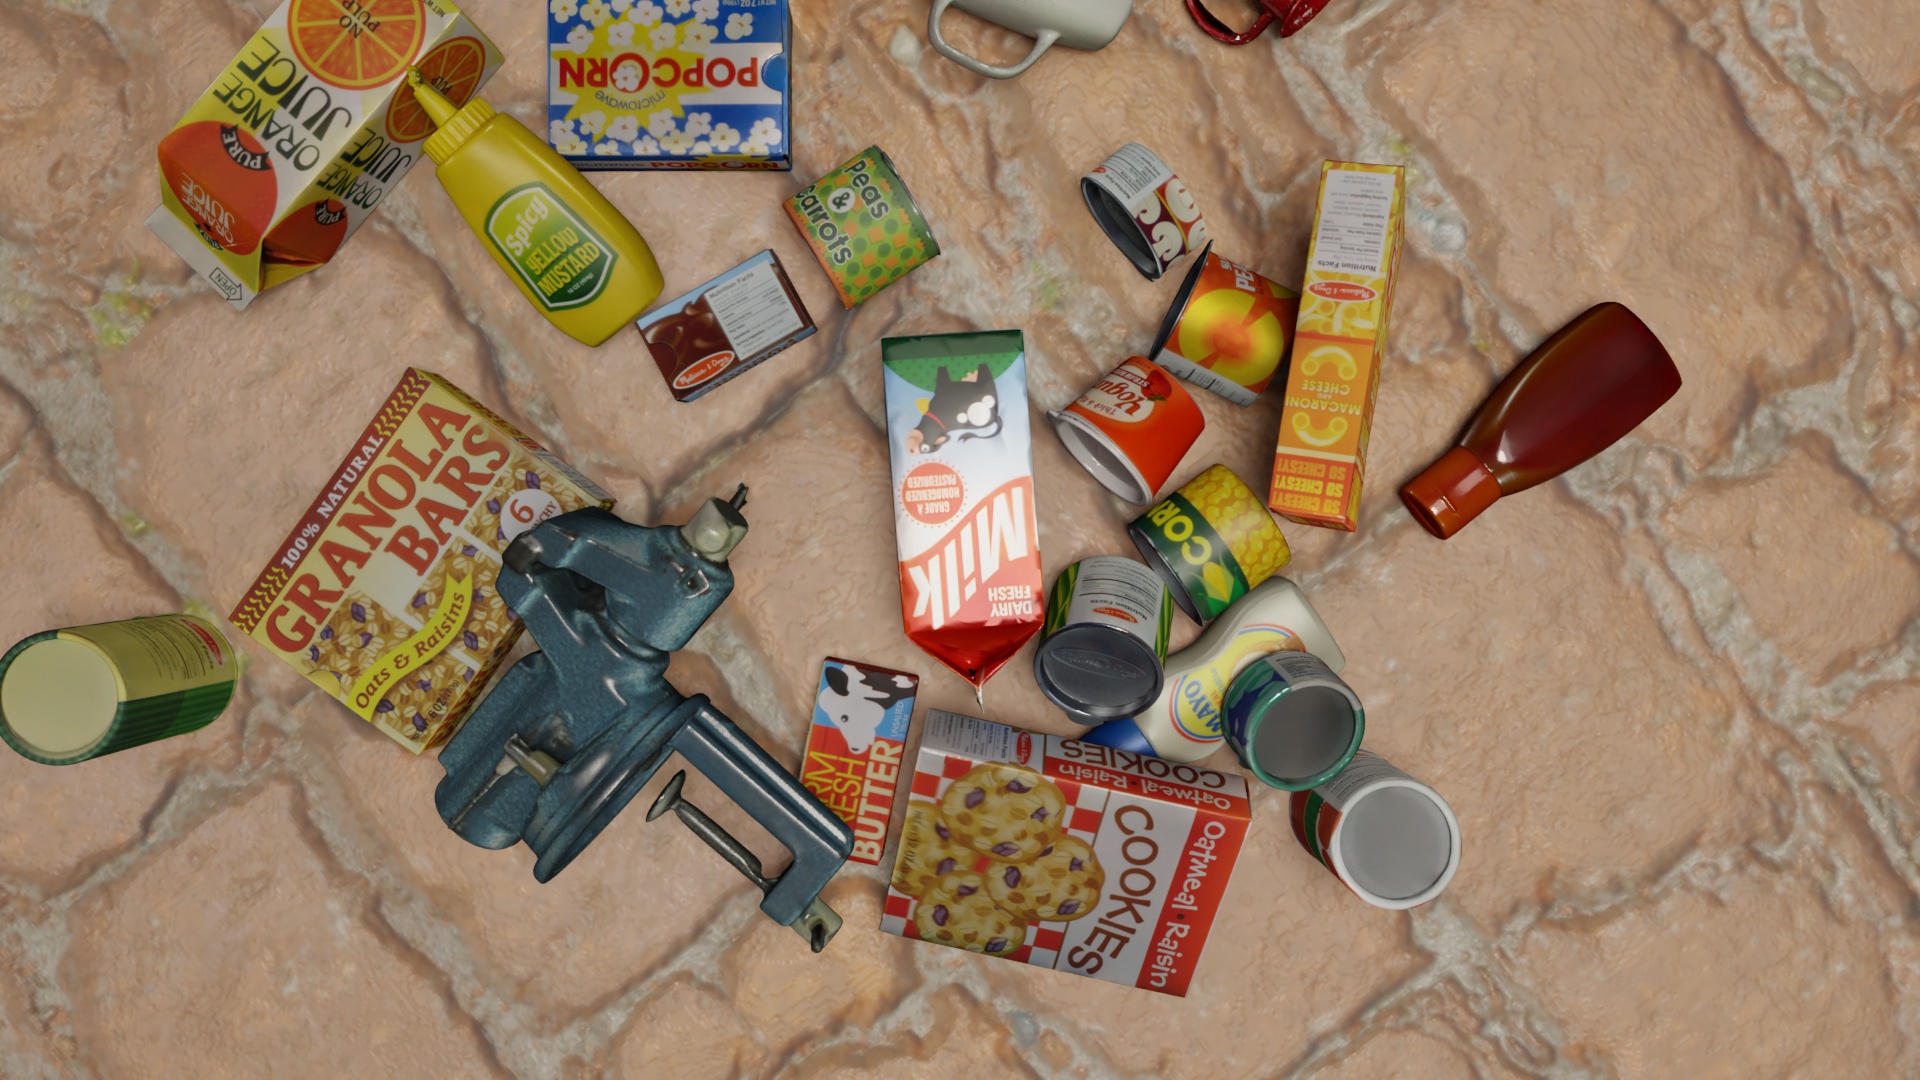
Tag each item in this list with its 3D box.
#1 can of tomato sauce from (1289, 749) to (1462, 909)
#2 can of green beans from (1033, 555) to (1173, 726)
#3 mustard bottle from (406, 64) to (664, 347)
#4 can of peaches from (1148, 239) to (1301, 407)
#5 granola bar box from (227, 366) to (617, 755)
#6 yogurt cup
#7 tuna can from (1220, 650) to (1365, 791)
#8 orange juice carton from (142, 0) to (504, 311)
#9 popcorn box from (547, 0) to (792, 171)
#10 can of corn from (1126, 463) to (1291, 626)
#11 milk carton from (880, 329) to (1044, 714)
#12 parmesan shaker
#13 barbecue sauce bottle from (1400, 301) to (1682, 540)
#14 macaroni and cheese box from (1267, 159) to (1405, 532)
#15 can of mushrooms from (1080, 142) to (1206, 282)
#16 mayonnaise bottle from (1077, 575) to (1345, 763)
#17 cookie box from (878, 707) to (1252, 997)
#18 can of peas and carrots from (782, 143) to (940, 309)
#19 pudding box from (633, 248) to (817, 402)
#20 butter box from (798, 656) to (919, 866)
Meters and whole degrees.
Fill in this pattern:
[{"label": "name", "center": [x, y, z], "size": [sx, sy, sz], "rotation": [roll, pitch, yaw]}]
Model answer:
[{"label": "can of tomato sauce", "center": [0.214, 0.149, 0.718], "size": [0.071, 0.083, 0.071], "rotation": [0, 91, 0]}, {"label": "can of green beans", "center": [0.075, 0.050, 0.717], "size": [0.071, 0.058, 0.071], "rotation": [7, 128, 10]}, {"label": "mustard bottle", "center": [-0.223, -0.173, 0.706], "size": [0.065, 0.049, 0.160], "rotation": [-38, 113, 11]}, {"label": "can of peaches", "center": [0.140, -0.112, 0.725], "size": [0.058, 0.071, 0.071], "rotation": [26, 90, -1]}, {"label": "granola bar box", "center": [-0.283, 0.010, 0.736], "size": [0.124, 0.039, 0.165], "rotation": [35, 90, 0]}, {"label": "yogurt cup", "center": [0.091, -0.059, 0.728], "size": [0.072, 0.072, 0.054], "rotation": [45, 82, -1]}, {"label": "tuna can", "center": [0.169, 0.095, 0.710], "size": [0.071, 0.033, 0.070], "rotation": [-5, 112, -13]}, {"label": "orange juice carton", "center": [-0.335, -0.213, 0.718], "size": [0.072, 0.073, 0.192], "rotation": [41, 90, -1]}, {"label": "popcorn box", "center": [-0.153, -0.242, 0.737], "size": [0.127, 0.038, 0.085], "rotation": [0, 89, 0]}, {"label": "can of corn", "center": [0.129, 0.000, 0.724], "size": [0.058, 0.071, 0.071], "rotation": [-36, 91, -1]}, {"label": "milk carton", "center": [0.003, -0.009, 0.722], "size": [0.073, 0.072, 0.190], "rotation": [-4, 90, -1]}, {"label": "parmesan shaker", "center": [-0.427, 0.072, 0.702], "size": [0.071, 0.103, 0.071], "rotation": [0, 91, 0]}, {"label": "barbecue sauce bottle", "center": [0.304, -0.059, 0.739], "size": [0.148, 0.043, 0.065], "rotation": [-38, 90, 0]}, {"label": "macaroni and cheese box", "center": [0.190, -0.091, 0.697], "size": [0.040, 0.124, 0.166], "rotation": [10, 90, 18]}, {"label": "can of mushrooms", "center": [0.097, -0.171, 0.727], "size": [0.033, 0.071, 0.071], "rotation": [-40, 91, -1]}, {"label": "mayonnaise bottle", "center": [0.128, 0.083, 0.738], "size": [0.148, 0.041, 0.064], "rotation": [-35, 98, -1]}, {"label": "cookie box", "center": [0.052, 0.162, 0.715], "size": [0.167, 0.040, 0.122], "rotation": [12, 117, -1]}, {"label": "can of peas and carrots", "center": [-0.052, -0.163, 0.722], "size": [0.059, 0.071, 0.071], "rotation": [-32, 91, 1]}, {"label": "pudding box", "center": [-0.125, -0.114, 0.742], "size": [0.084, 0.030, 0.049], "rotation": [-29, 92, 0]}, {"label": "butter box", "center": [-0.058, 0.118, 0.745], "size": [0.053, 0.024, 0.103], "rotation": [11, 90, 0]}]
